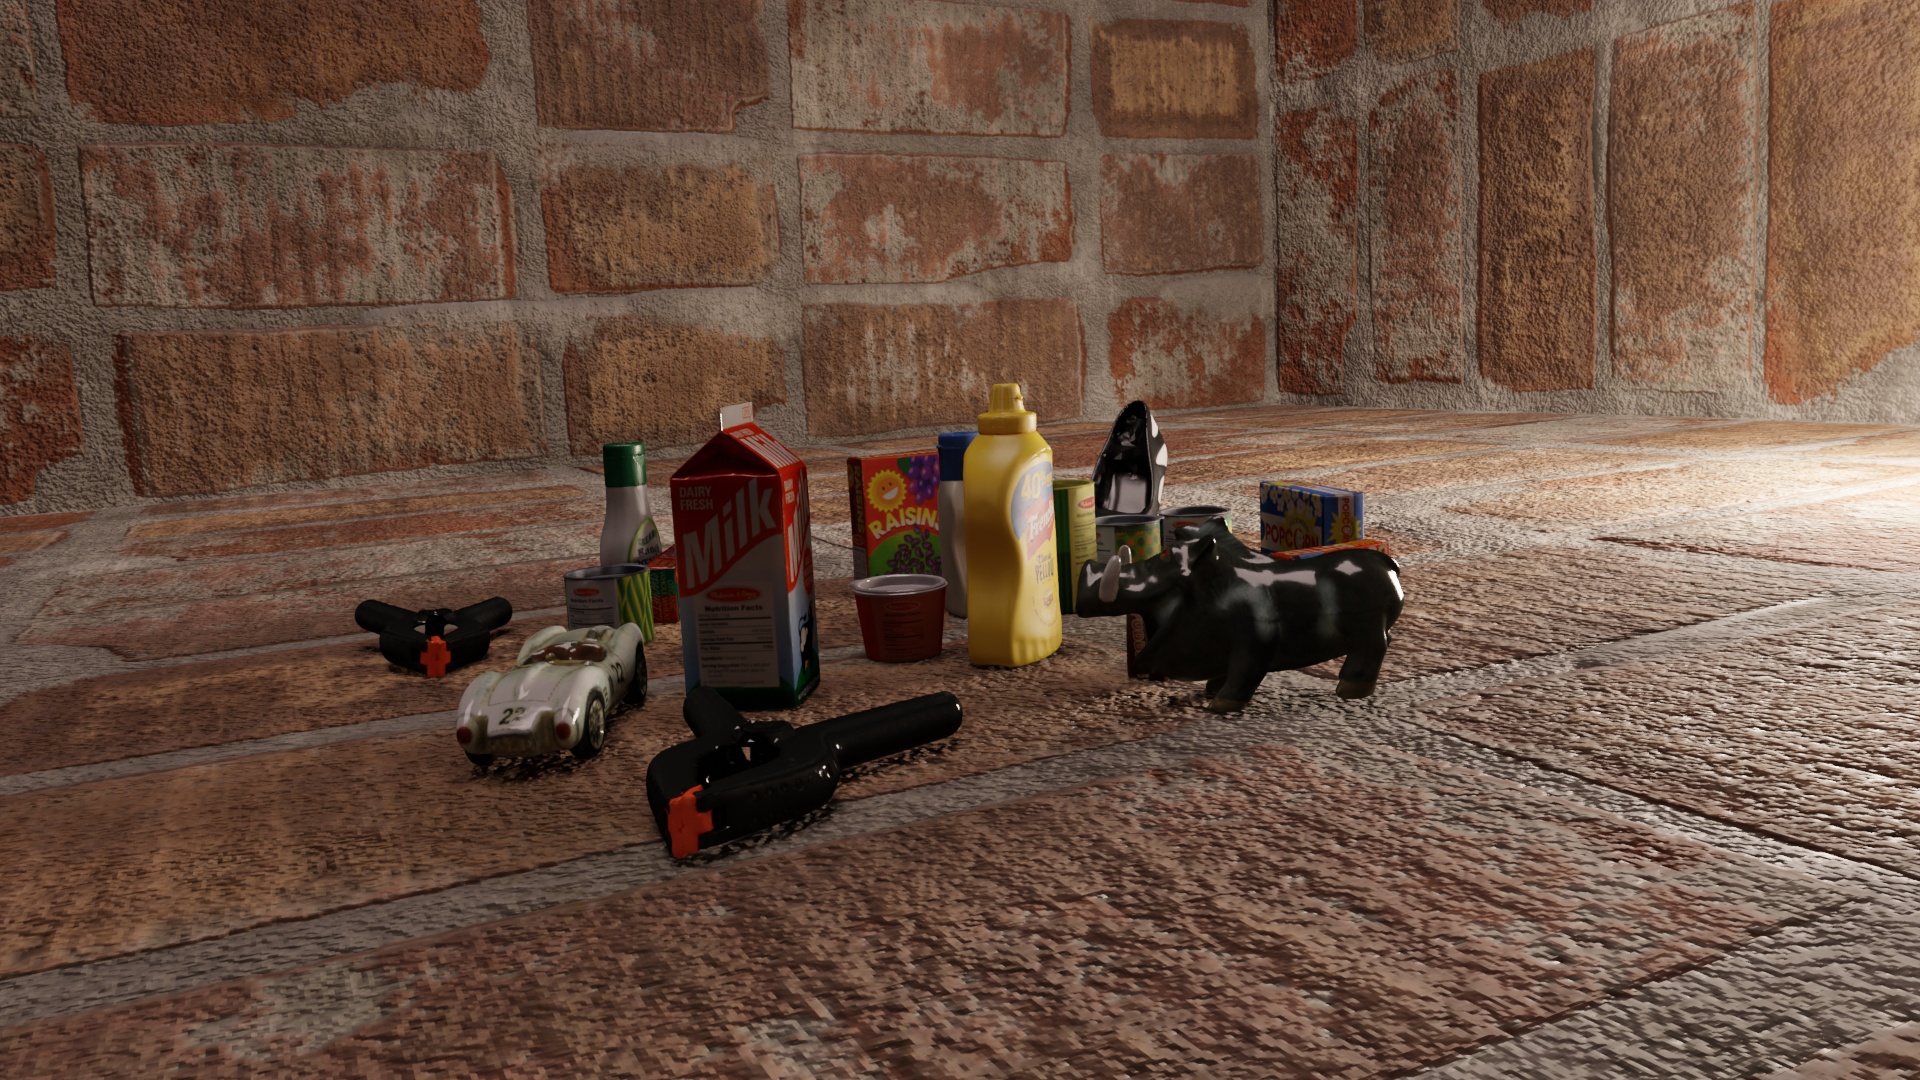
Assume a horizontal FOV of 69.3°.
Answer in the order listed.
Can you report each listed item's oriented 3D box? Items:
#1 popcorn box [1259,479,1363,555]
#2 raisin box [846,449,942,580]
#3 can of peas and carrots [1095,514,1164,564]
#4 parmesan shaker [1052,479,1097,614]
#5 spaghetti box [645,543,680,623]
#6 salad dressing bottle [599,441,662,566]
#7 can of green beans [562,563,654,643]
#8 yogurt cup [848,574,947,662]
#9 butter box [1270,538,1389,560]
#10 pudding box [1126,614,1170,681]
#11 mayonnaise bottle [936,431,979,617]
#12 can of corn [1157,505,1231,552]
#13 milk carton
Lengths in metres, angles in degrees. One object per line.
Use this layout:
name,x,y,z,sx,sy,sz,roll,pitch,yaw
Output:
popcorn box,0.295,-0.004,1.173,0.038,0.085,0.127,-5,8,-11
raisin box,-0.055,-0.018,1.267,0.086,0.123,0.040,-7,9,-24
can of peas and carrots,0.147,0.010,1.228,0.071,0.058,0.071,-3,8,1
parmesan shaker,0.077,0.005,1.133,0.071,0.103,0.071,-3,8,1
spaghetti box,-0.251,0.028,1.276,0.029,0.050,0.250,-3,8,0
salad dressing bottle,-0.296,-0.014,1.242,0.044,0.147,0.064,0,9,24
can of green beans,-0.277,0.052,1.097,0.071,0.057,0.071,-3,8,1
yogurt cup,-0.042,0.056,0.999,0.072,0.054,0.072,-3,8,1
butter box,0.281,0.031,1.055,0.104,0.053,0.024,-8,9,-29
pudding box,0.143,0.060,0.920,0.030,0.049,0.084,3,10,39
mayonnaise bottle,0.004,-0.014,1.135,0.041,0.147,0.065,-5,8,-16
can of corn,0.215,0.001,1.265,0.071,0.058,0.071,-3,8,1
milk carton,-0.137,0.008,0.889,0.073,0.190,0.072,-2,8,7
